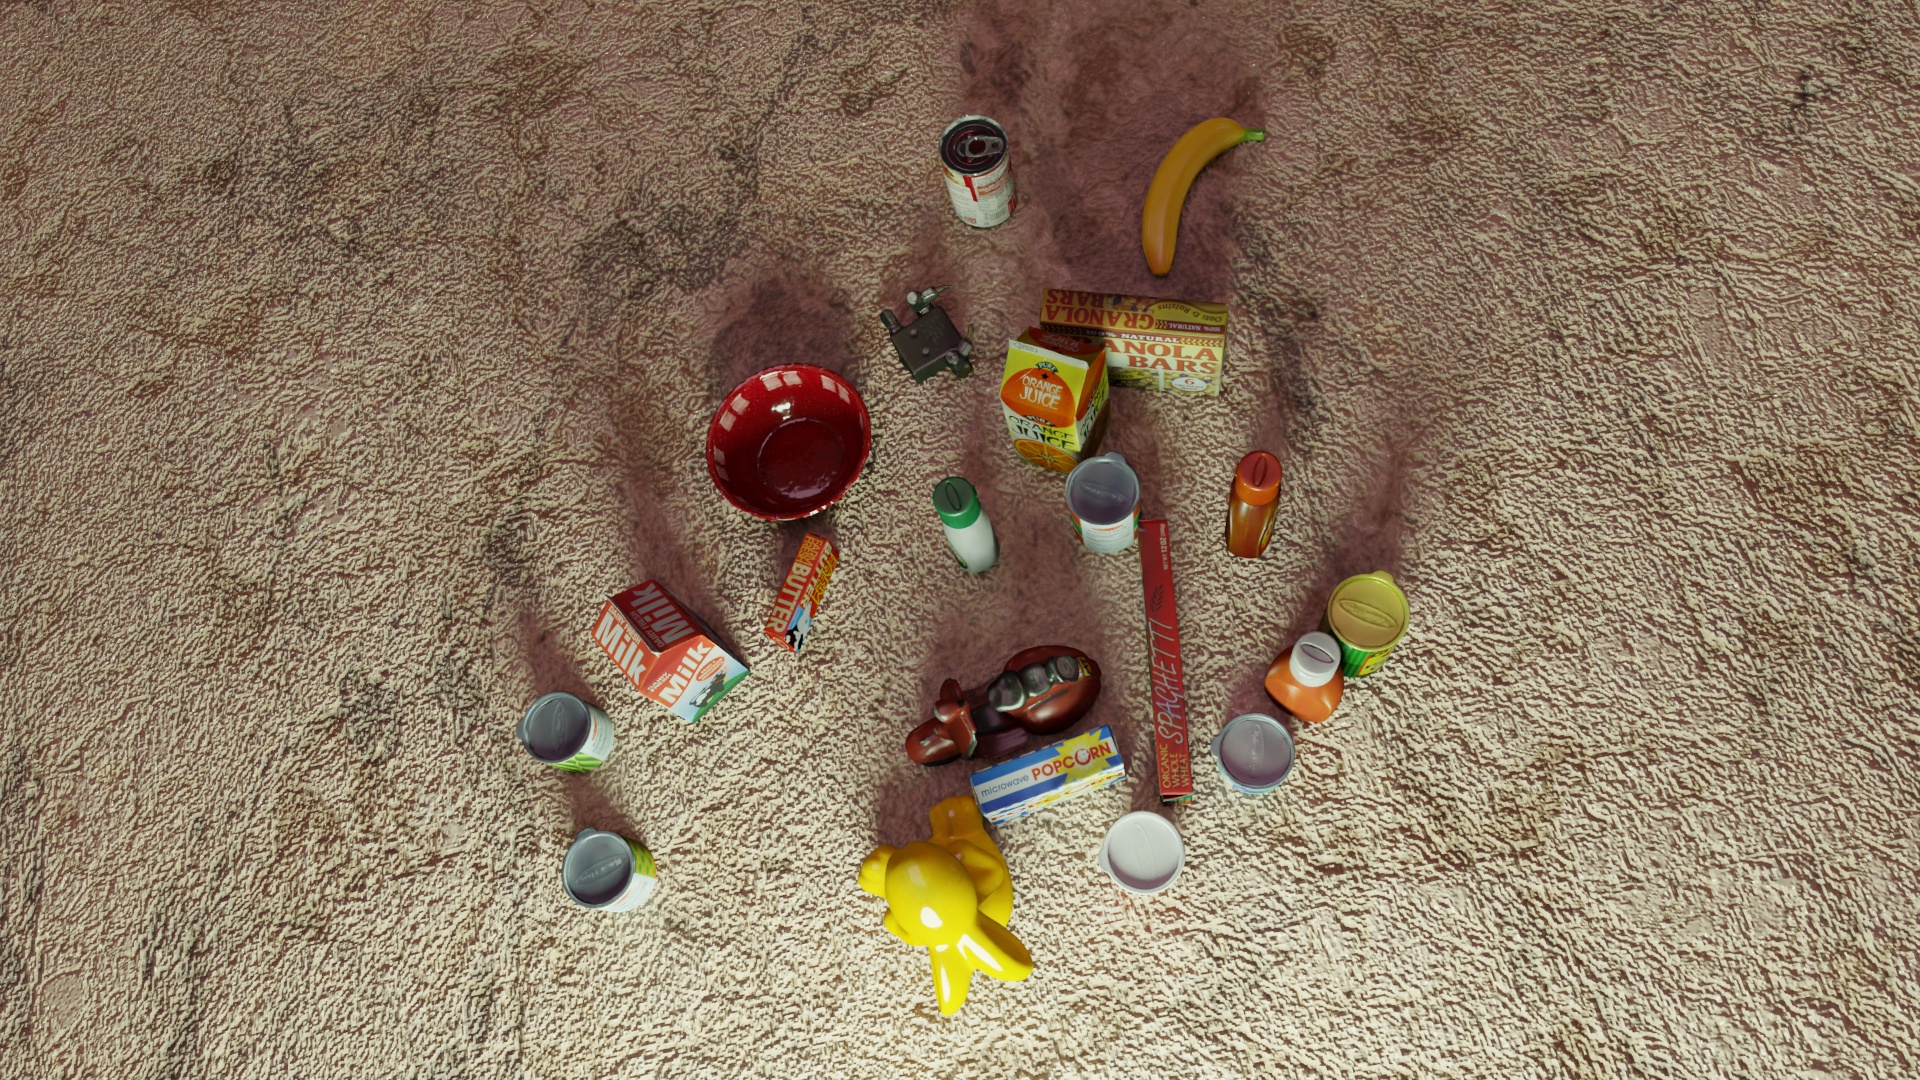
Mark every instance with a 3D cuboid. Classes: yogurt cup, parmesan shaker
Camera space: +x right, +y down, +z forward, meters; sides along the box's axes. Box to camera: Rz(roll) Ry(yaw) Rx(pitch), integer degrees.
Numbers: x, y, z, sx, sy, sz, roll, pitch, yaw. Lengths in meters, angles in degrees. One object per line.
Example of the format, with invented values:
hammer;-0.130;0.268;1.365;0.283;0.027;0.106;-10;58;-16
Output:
yogurt cup;0.154;0.264;1.165;0.072;0.053;0.072;-3;71;8
parmesan shaker;0.341;0.072;1.179;0.071;0.103;0.071;-3;71;8

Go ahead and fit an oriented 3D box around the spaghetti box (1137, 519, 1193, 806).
spaghetti box;0.179;0.106;1.219;0.029;0.050;0.251;-5;70;7

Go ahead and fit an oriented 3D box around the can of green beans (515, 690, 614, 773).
can of green beans;-0.358;0.176;1.269;0.071;0.057;0.071;-3;71;8

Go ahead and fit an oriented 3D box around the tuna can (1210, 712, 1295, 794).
tuna can;0.250;0.183;1.191;0.071;0.032;0.071;-3;71;8

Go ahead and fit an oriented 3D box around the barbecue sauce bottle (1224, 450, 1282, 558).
barbecue sauce bottle;0.255;-0.035;1.204;0.044;0.148;0.065;13;74;13

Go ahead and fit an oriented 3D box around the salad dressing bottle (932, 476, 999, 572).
salad dressing bottle;0.004;-0.015;1.235;0.044;0.147;0.064;-22;70;1

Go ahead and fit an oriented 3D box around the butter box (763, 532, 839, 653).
butter box;-0.146;0.048;1.285;0.024;0.053;0.104;18;75;14

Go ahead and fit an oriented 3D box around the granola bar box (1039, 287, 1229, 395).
granola bar box;0.161;-0.181;1.282;0.165;0.124;0.039;7;73;11

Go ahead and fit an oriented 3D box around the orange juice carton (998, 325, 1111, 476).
orange juice carton;0.086;-0.127;1.238;0.072;0.192;0.073;20;75;14

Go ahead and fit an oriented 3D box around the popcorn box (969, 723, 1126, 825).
popcorn box;0.076;0.201;1.182;0.127;0.085;0.038;-20;70;1

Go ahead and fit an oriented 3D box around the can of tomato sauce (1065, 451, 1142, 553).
can of tomato sauce;0.131;-0.033;1.257;0.071;0.083;0.071;-3;71;8

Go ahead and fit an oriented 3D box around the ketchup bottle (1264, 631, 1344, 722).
ketchup bottle;0.287;0.112;1.148;0.065;0.148;0.043;28;78;16

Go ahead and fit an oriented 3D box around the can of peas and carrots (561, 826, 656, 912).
can of peas and carrots;-0.309;0.289;1.222;0.071;0.058;0.071;-3;71;8

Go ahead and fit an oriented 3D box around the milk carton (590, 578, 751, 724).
milk carton;-0.256;0.095;1.211;0.073;0.190;0.072;-43;71;-7
